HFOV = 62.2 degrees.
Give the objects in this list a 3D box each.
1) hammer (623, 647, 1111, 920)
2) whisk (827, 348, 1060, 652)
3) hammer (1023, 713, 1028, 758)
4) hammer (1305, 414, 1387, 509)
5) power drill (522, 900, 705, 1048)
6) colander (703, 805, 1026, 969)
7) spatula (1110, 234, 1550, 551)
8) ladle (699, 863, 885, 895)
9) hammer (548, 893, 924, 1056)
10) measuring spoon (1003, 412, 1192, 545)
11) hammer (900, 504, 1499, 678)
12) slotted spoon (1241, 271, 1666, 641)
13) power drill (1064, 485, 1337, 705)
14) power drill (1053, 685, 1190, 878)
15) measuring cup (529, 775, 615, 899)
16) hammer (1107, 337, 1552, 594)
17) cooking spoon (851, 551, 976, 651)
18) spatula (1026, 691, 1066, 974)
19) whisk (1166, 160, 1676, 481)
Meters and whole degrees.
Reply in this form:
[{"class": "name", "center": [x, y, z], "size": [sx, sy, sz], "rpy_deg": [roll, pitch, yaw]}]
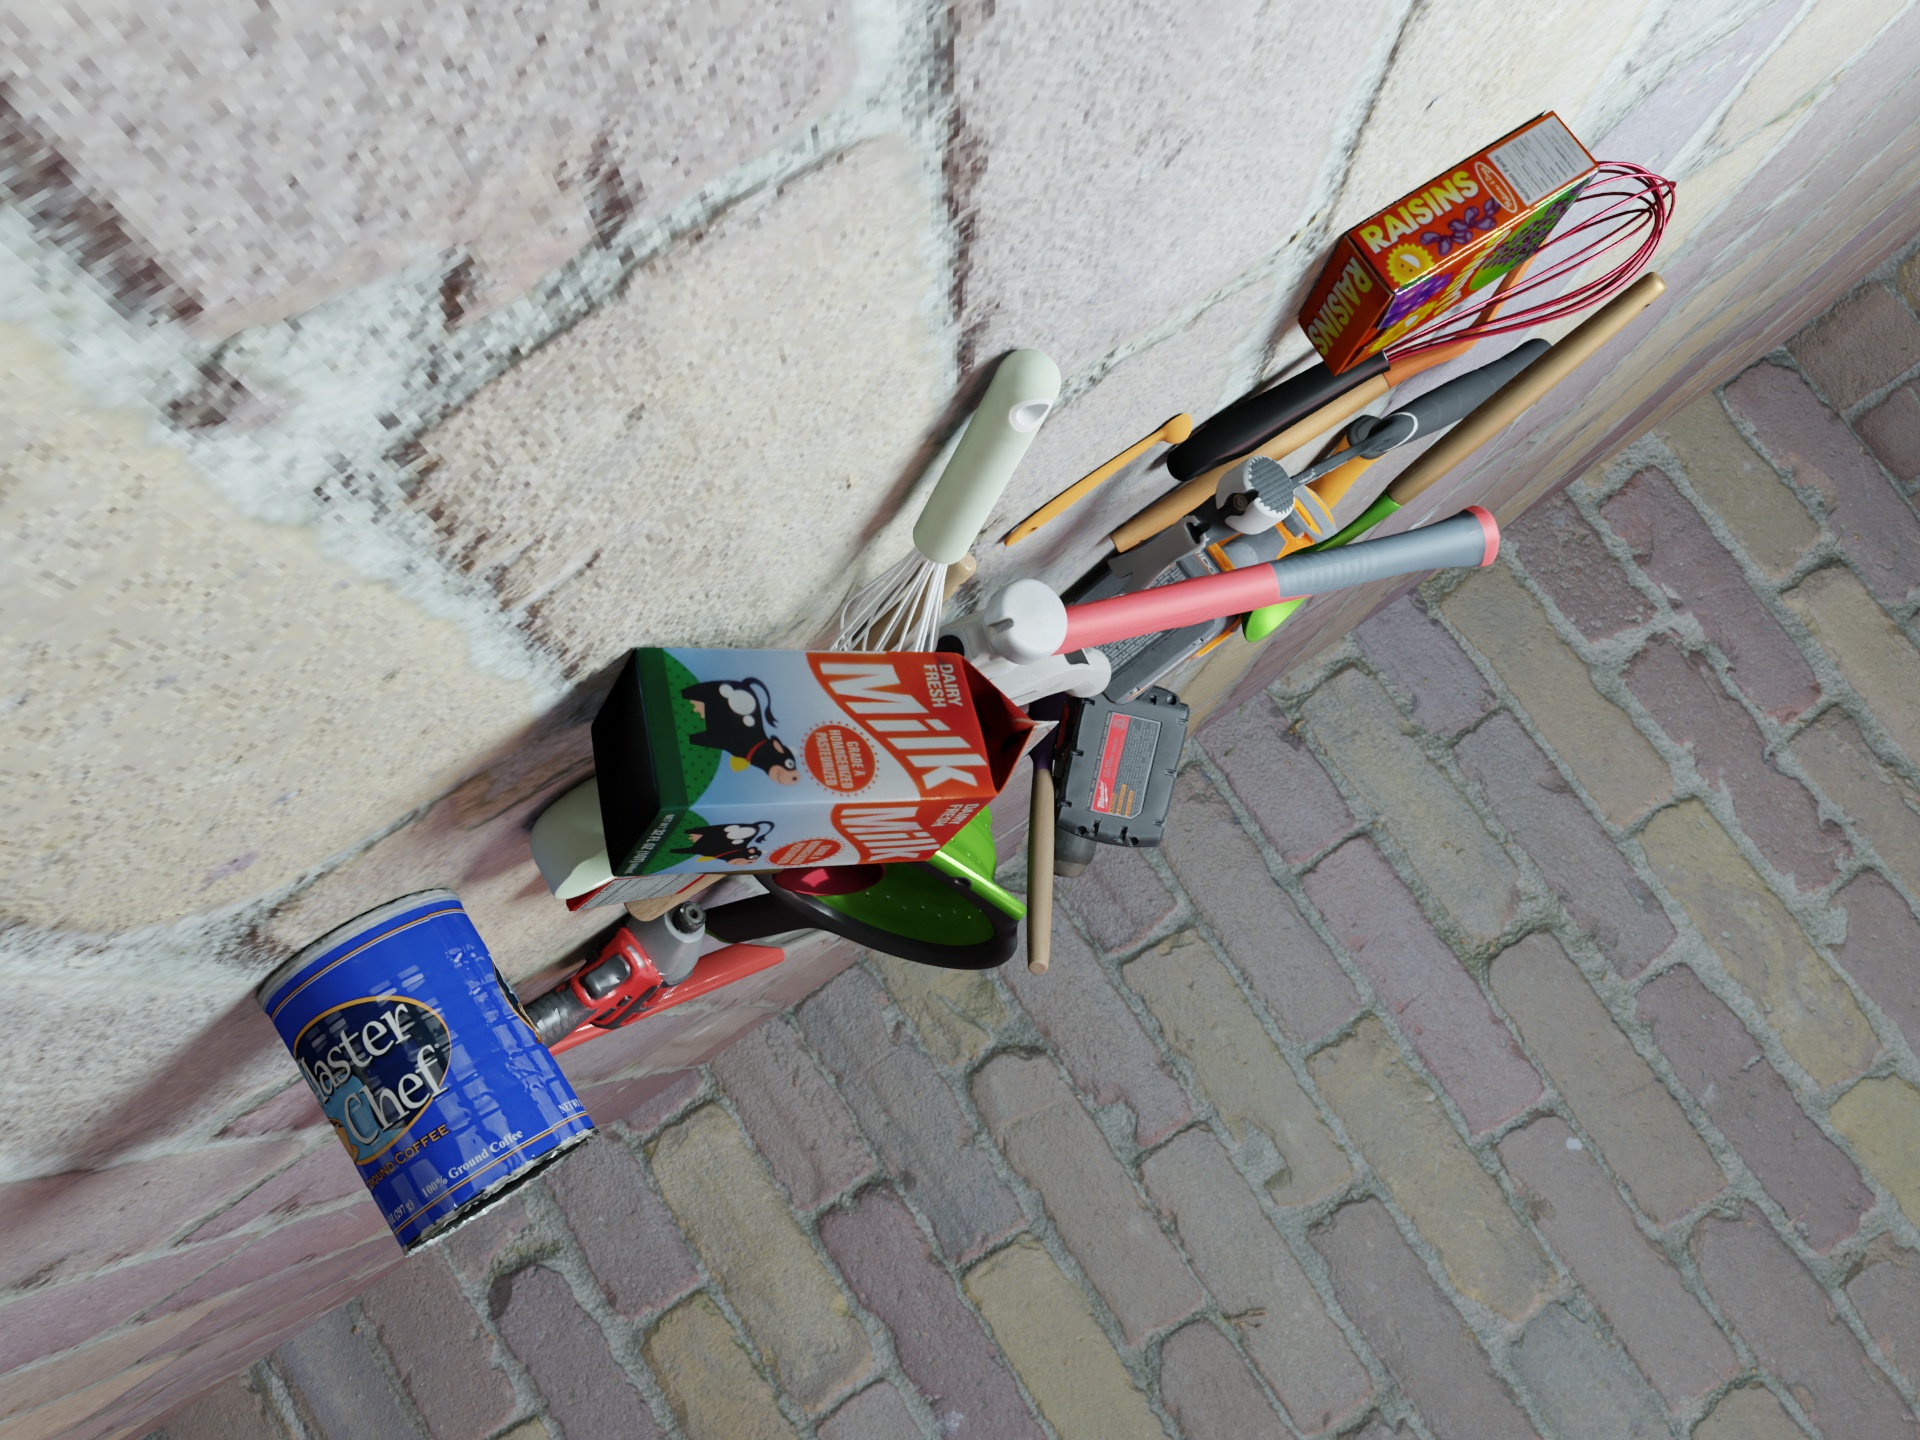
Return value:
[{"class": "hammer", "center": [-0.070, 0.038, 0.951], "size": [0.331, 0.031, 0.130], "rpy_deg": [-30, 167, 19]}, {"class": "whisk", "center": [-0.012, -0.073, 0.682], "size": [0.057, 0.059, 0.246], "rpy_deg": [-10, 155, -27]}, {"class": "hammer", "center": [0.024, 0.027, 1.286], "size": [0.146, 0.035, 0.334], "rpy_deg": [-35, 176, 3]}, {"class": "hammer", "center": [0.254, -0.148, 1.274], "size": [0.127, 0.034, 0.336], "rpy_deg": [-32, 171, -18]}, {"class": "power drill", "center": [-0.269, 0.193, 1.076], "size": [0.143, 0.078, 0.219], "rpy_deg": [-41, 171, 39]}, {"class": "colander", "center": [-0.089, 0.102, 1.166], "size": [0.397, 0.204, 0.094], "rpy_deg": [-20, -139, 54]}, {"class": "spatula", "center": [0.226, -0.198, 0.949], "size": [0.322, 0.041, 0.081], "rpy_deg": [-31, 173, 9]}, {"class": "ladle", "center": [-0.113, 0.078, 0.874], "size": [0.069, 0.031, 0.315], "rpy_deg": [-15, 170, 13]}, {"class": "hammer", "center": [-0.189, 0.206, 1.300], "size": [0.359, 0.149, 0.036], "rpy_deg": [-18, 122, -36]}, {"class": "measuring spoon", "center": [0.073, -0.122, 0.824], "size": [0.117, 0.011, 0.021], "rpy_deg": [-34, 171, 2]}, {"class": "hammer", "center": [0.145, -0.067, 0.872], "size": [0.386, 0.038, 0.143], "rpy_deg": [-14, 174, -31]}, {"class": "slotted spoon", "center": [0.273, -0.147, 0.925], "size": [0.070, 0.031, 0.313], "rpy_deg": [-14, 158, -50]}, {"class": "power drill", "center": [0.160, -0.086, 1.121], "size": [0.164, 0.084, 0.226], "rpy_deg": [-40, 173, 36]}, {"class": "power drill", "center": [0.107, 0.044, 1.235], "size": [0.227, 0.080, 0.188], "rpy_deg": [-109, -149, -85]}, {"class": "measuring cup", "center": [-0.140, 0.025, 0.762], "size": [0.167, 0.038, 0.083], "rpy_deg": [-39, 170, 18]}, {"class": "hammer", "center": [0.252, -0.168, 0.978], "size": [0.409, 0.036, 0.149], "rpy_deg": [-29, 178, -37]}, {"class": "cooking spoon", "center": [-0.093, 0.002, 0.866], "size": [0.319, 0.017, 0.069], "rpy_deg": [-40, 170, 38]}, {"class": "spatula", "center": [0.059, 0.055, 1.122], "size": [0.059, 0.018, 0.316], "rpy_deg": [-53, -160, 36]}, {"class": "whisk", "center": [0.242, -0.208, 0.851], "size": [0.296, 0.073, 0.073], "rpy_deg": [-29, 172, 11]}]
